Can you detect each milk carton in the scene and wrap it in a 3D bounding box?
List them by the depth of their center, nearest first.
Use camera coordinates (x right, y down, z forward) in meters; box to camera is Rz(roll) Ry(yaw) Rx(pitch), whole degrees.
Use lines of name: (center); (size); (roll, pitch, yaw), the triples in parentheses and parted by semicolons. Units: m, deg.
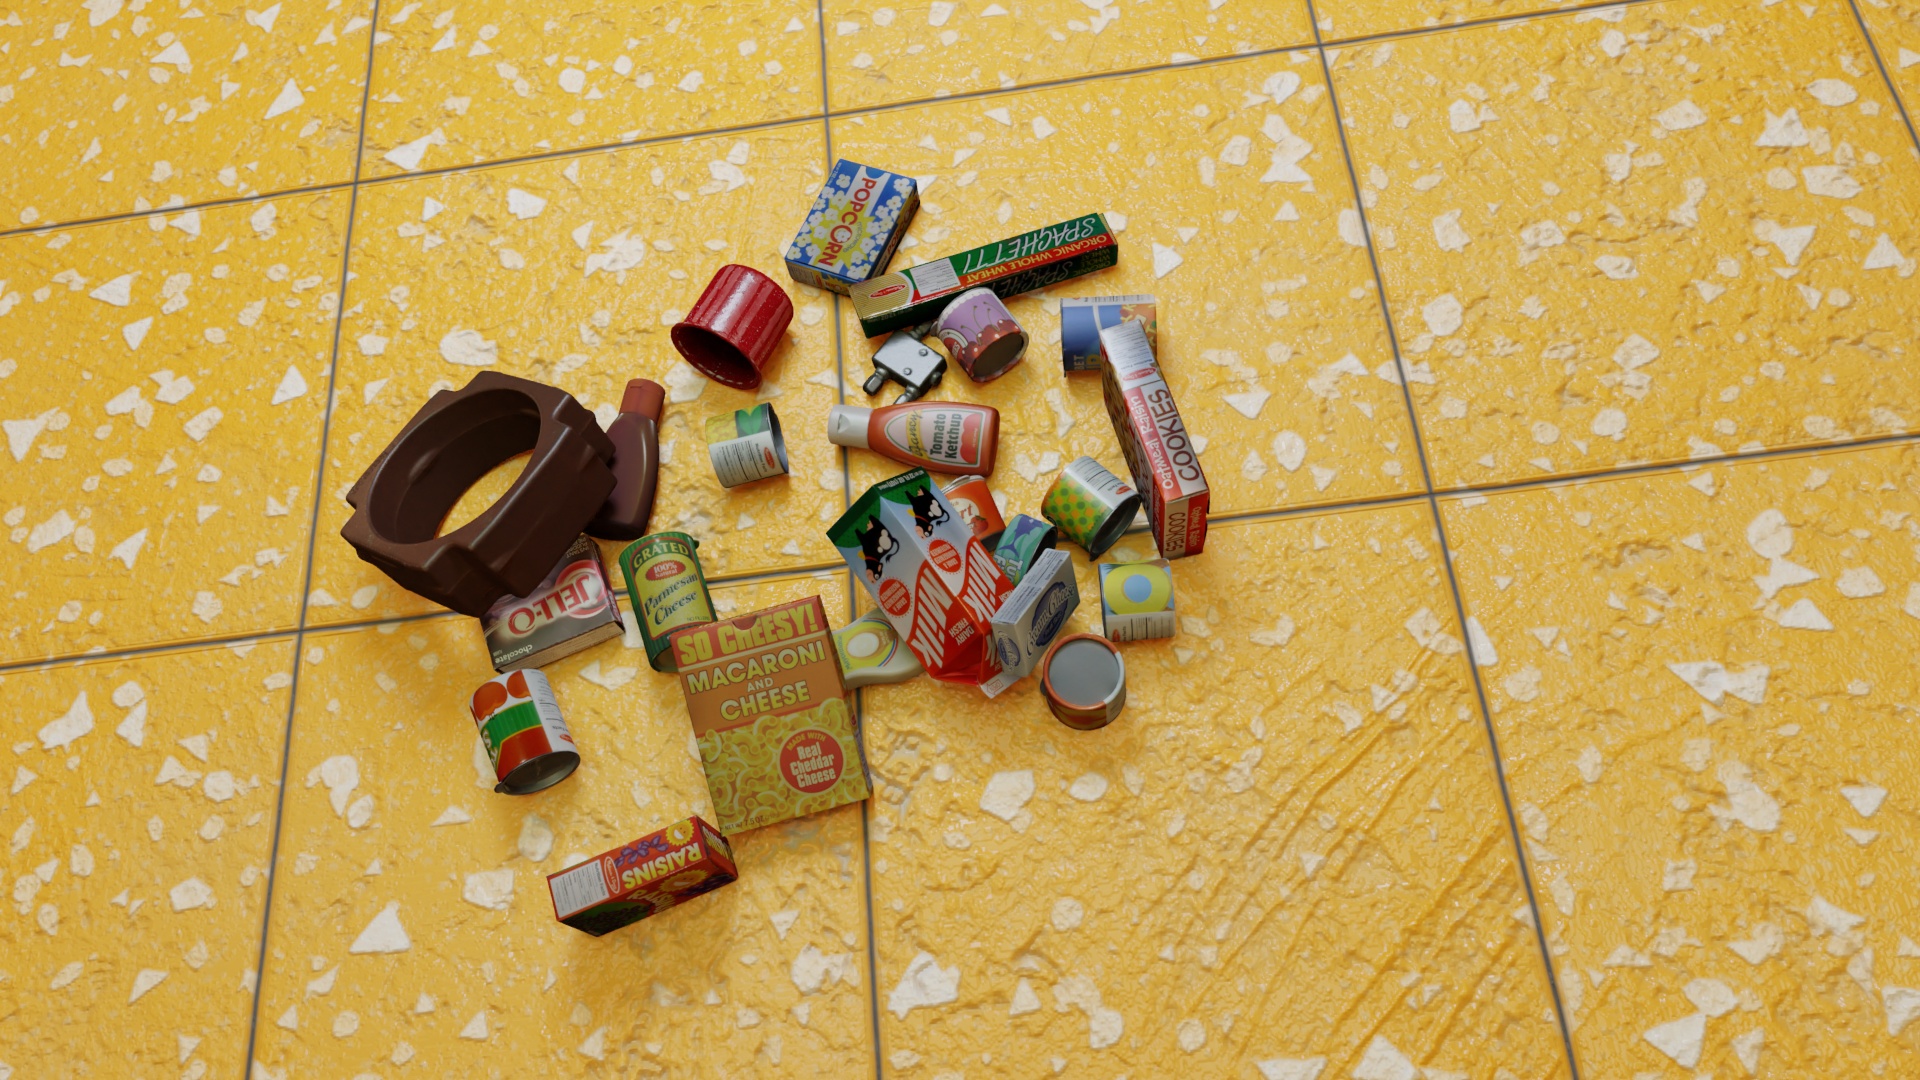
milk carton: (-0.015, 0.040, 1.128); (0.191, 0.073, 0.072); (53, 36, 8)

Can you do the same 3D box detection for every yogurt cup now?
yogurt cup: (0.004, -0.015, 1.182); (0.072, 0.072, 0.054); (-30, 75, -6)

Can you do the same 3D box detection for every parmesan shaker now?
parmesan shaker: (-0.242, 0.052, 1.181); (0.071, 0.071, 0.103); (-22, 66, -3)

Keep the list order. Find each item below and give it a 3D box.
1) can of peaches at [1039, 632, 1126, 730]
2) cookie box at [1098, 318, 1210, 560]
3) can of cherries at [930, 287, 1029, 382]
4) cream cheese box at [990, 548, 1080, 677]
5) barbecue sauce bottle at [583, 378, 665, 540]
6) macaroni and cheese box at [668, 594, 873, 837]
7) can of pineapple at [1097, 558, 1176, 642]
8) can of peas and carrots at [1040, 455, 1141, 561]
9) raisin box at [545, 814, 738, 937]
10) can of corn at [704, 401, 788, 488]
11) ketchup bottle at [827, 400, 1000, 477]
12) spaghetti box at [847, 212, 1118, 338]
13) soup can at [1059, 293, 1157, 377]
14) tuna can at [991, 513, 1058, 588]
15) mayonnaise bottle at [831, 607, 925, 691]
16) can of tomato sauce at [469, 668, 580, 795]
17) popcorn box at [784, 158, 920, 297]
can of peaches: (0.098, 0.113, 1.116); (0.071, 0.058, 0.071); (-2, 67, 5)
cookie box: (0.161, -0.081, 1.159); (0.040, 0.122, 0.168); (-17, 65, 0)
can of cherries: (0.018, -0.183, 1.253); (0.071, 0.071, 0.058); (-33, 68, -8)
cream cheese box: (0.061, 0.057, 1.107); (0.024, 0.053, 0.104); (5, 36, 31)
barbecue sauce bottle: (-0.301, -0.075, 1.256); (0.065, 0.043, 0.149); (2, 66, 15)
macaroni and cheese box: (-0.150, 0.138, 1.111); (0.124, 0.040, 0.166); (-15, 90, 0)
can of pineapple: (0.144, 0.047, 1.136); (0.058, 0.070, 0.071); (-5, 66, 4)
can of peas and carrots: (0.109, -0.027, 1.175); (0.059, 0.070, 0.071); (40, 77, 21)
raisin box: (-0.244, 0.262, 1.077); (0.123, 0.085, 0.040); (-22, 64, -3)
can of corn: (-0.190, -0.085, 1.236); (0.058, 0.071, 0.071); (-14, 66, 1)
ketchup bottle: (-0.042, -0.095, 1.232); (0.149, 0.043, 0.064); (7, 88, 11)
spaghetti box: (0.023, -0.246, 1.288); (0.250, 0.028, 0.050); (-17, 53, -5)
soup can: (0.132, -0.183, 1.241); (0.084, 0.071, 0.071); (-2, 66, 6)
tuna can: (0.052, 0.014, 1.160); (0.033, 0.071, 0.071); (22, 71, 17)
mayonnaise bottle: (-0.105, 0.102, 1.155); (0.148, 0.041, 0.065); (-18, 68, -2)
can of tomato sauce: (-0.362, 0.159, 1.147); (0.071, 0.071, 0.083); (-28, 65, -6)
popcorn box: (-0.103, -0.298, 1.333); (0.085, 0.038, 0.127); (19, 70, 16)
